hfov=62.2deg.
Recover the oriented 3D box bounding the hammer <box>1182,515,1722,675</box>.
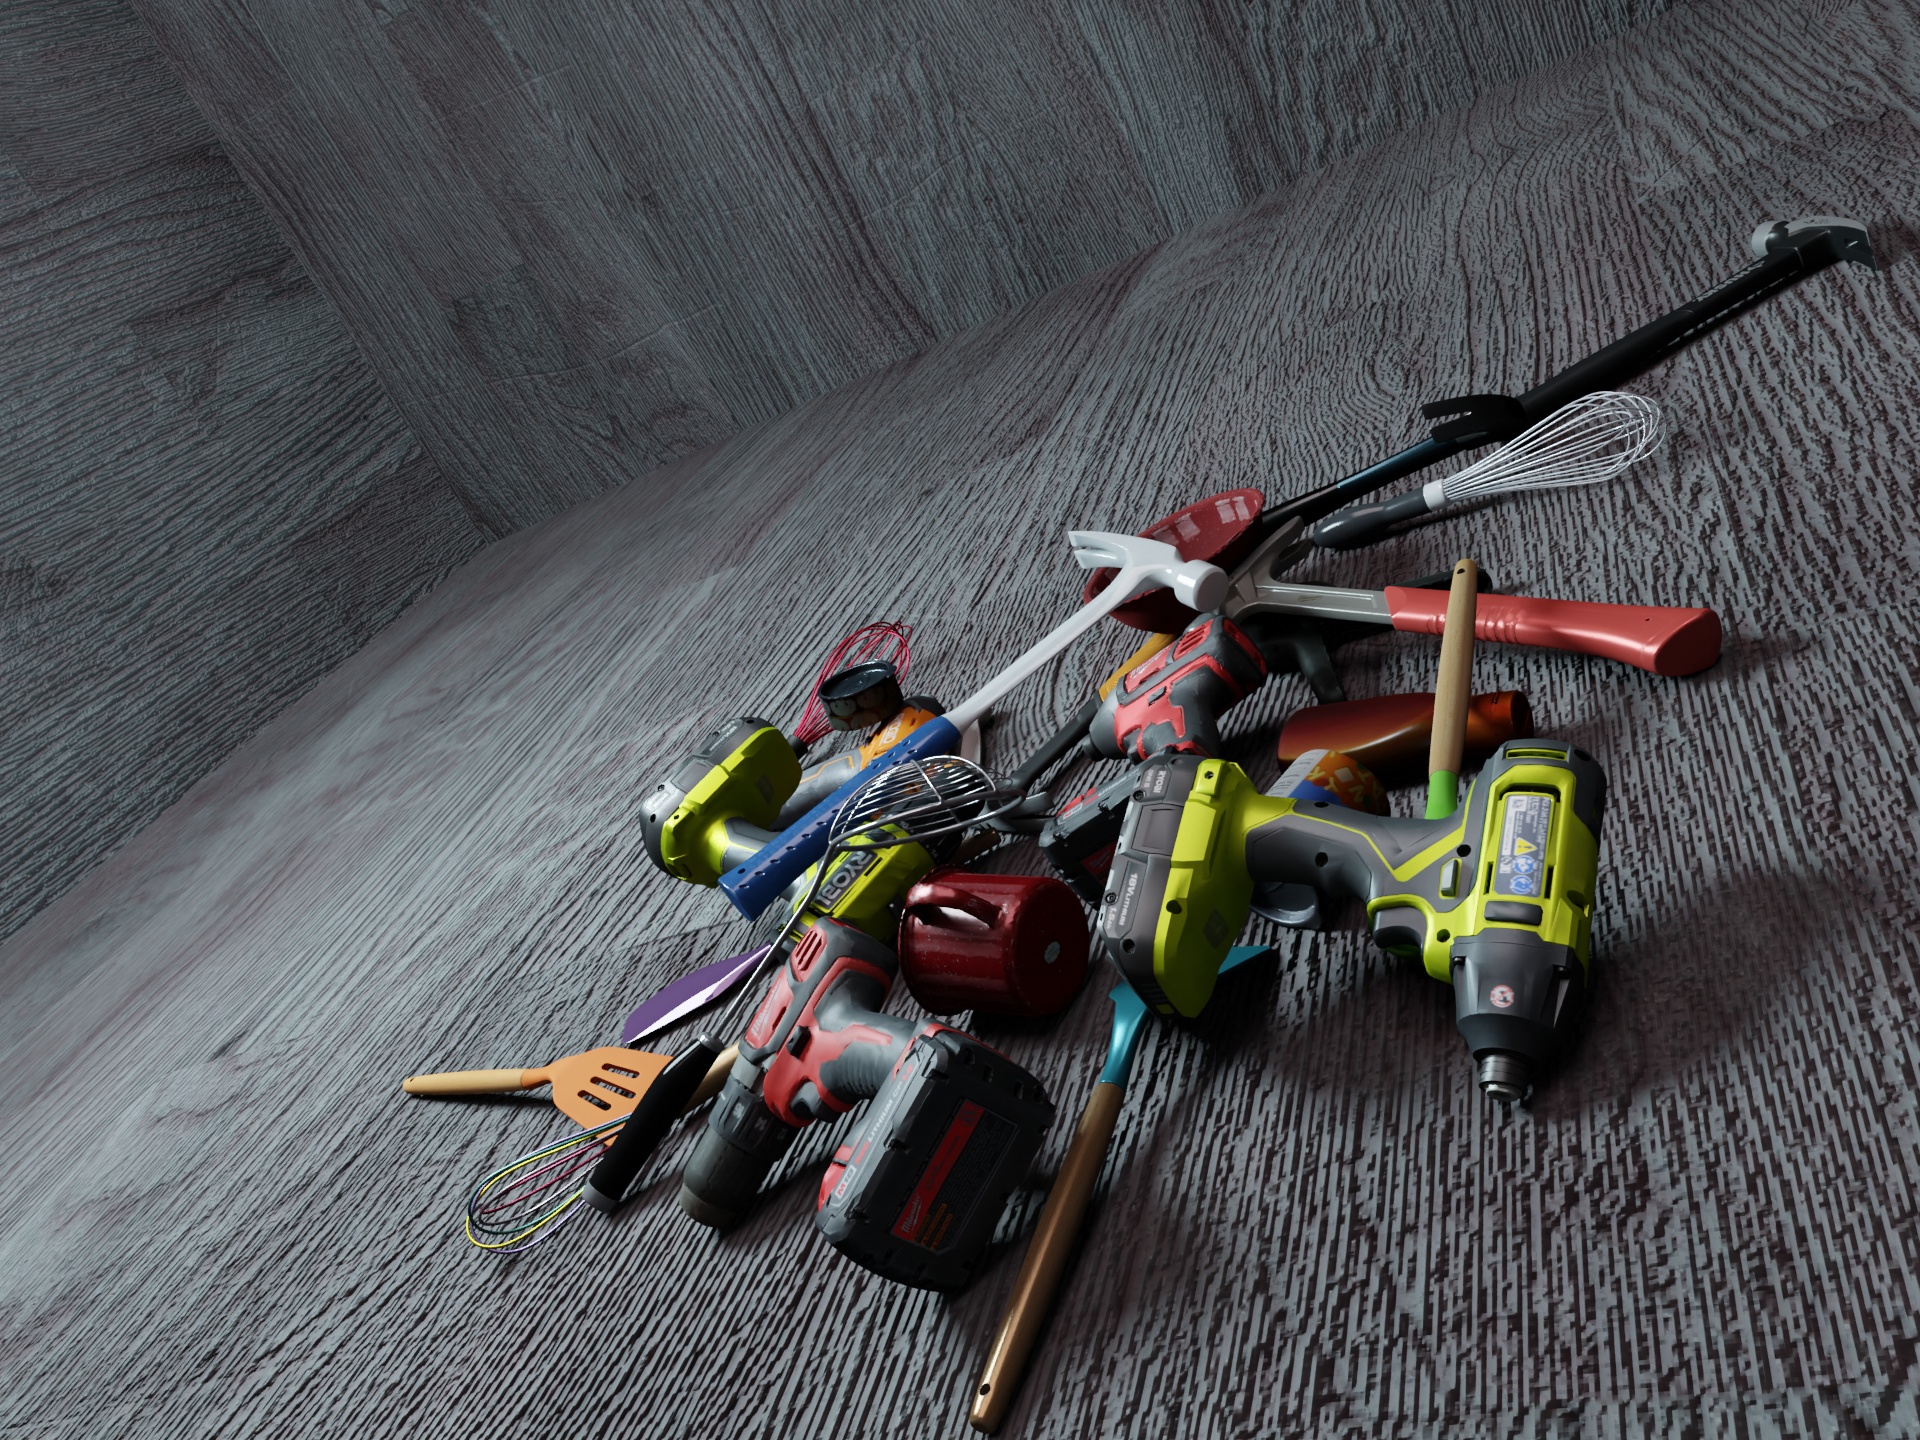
[{"bbox_3d":[0.321,-0.076,1.050,0.149,0.036,0.359,-43,32,-27],"label":"hammer"}]

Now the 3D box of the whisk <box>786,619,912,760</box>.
[{"bbox_3d":[-0.139,0.009,1.481,0.073,0.073,0.296,0,42,52],"label":"whisk"}]

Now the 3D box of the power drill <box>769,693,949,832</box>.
[{"bbox_3d":[-0.114,0.045,1.334,0.226,0.084,0.164,-17,24,19],"label":"power drill"}]

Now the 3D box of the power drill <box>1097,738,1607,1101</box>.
[{"bbox_3d":[0.189,0.091,0.777,0.223,0.080,0.171,1,57,30],"label":"power drill"}]

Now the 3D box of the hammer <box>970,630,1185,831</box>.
[{"bbox_3d":[0.131,-0.026,1.242,0.337,0.034,0.127,-42,24,-29],"label":"hammer"}]

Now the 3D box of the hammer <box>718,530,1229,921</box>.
[{"bbox_3d":[-0.002,-0.004,1.116,0.405,0.035,0.144,-39,38,-16],"label":"hammer"}]

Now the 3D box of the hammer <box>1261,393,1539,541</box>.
[{"bbox_3d":[0.307,-0.184,1.326,0.331,0.033,0.128,-24,-17,29],"label":"hammer"}]

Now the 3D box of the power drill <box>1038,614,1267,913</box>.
[{"bbox_3d":[0.126,0.026,1.038,0.143,0.078,0.220,-35,17,29],"label":"power drill"}]

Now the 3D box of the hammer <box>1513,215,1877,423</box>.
[{"bbox_3d":[0.597,-0.328,1.332,0.335,0.035,0.146,-30,21,-2],"label":"hammer"}]

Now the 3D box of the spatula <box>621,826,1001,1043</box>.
[{"bbox_3d":[-0.112,0.154,1.165,0.316,0.018,0.060,-28,21,6],"label":"spatula"}]

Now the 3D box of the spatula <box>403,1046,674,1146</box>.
[{"bbox_3d":[-0.324,0.271,1.168,0.322,0.041,0.081,-14,26,43],"label":"spatula"}]

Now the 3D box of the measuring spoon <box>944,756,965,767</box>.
[{"bbox_3d":[-0.006,0.038,1.226,0.021,0.011,0.117,-40,-4,-5],"label":"measuring spoon"}]

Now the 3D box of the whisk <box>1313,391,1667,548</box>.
[{"bbox_3d":[0.403,-0.186,1.238,0.284,0.070,0.070,-19,23,38],"label":"whisk"}]

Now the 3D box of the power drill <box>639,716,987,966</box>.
[{"bbox_3d":[-0.107,0.080,1.159,0.229,0.080,0.190,23,60,39],"label":"power drill"}]

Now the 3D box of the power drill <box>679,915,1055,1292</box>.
[{"bbox_3d":[-0.066,0.217,0.850,0.188,0.080,0.227,-60,29,-6],"label":"power drill"}]

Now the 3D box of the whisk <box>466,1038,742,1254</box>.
[{"bbox_3d":[-0.209,0.258,1.025,0.245,0.051,0.047,-32,15,-14],"label":"whisk"}]

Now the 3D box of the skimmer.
[{"bbox_3d":[-0.097,0.168,0.995,0.363,0.090,0.127,-55,-9,-6],"label":"skimmer"}]

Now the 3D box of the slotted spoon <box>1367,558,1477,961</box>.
[{"bbox_3d":[0.277,0.014,0.896,0.070,0.031,0.314,-12,40,32],"label":"slotted spoon"}]

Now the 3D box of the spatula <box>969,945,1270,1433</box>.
[{"bbox_3d":[0.074,0.213,0.796,0.082,0.044,0.318,-12,32,36],"label":"spatula"}]

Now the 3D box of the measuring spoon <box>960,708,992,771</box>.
[{"bbox_3d":[0.013,0.021,1.319,0.034,0.018,0.124,-32,26,20],"label":"measuring spoon"}]
